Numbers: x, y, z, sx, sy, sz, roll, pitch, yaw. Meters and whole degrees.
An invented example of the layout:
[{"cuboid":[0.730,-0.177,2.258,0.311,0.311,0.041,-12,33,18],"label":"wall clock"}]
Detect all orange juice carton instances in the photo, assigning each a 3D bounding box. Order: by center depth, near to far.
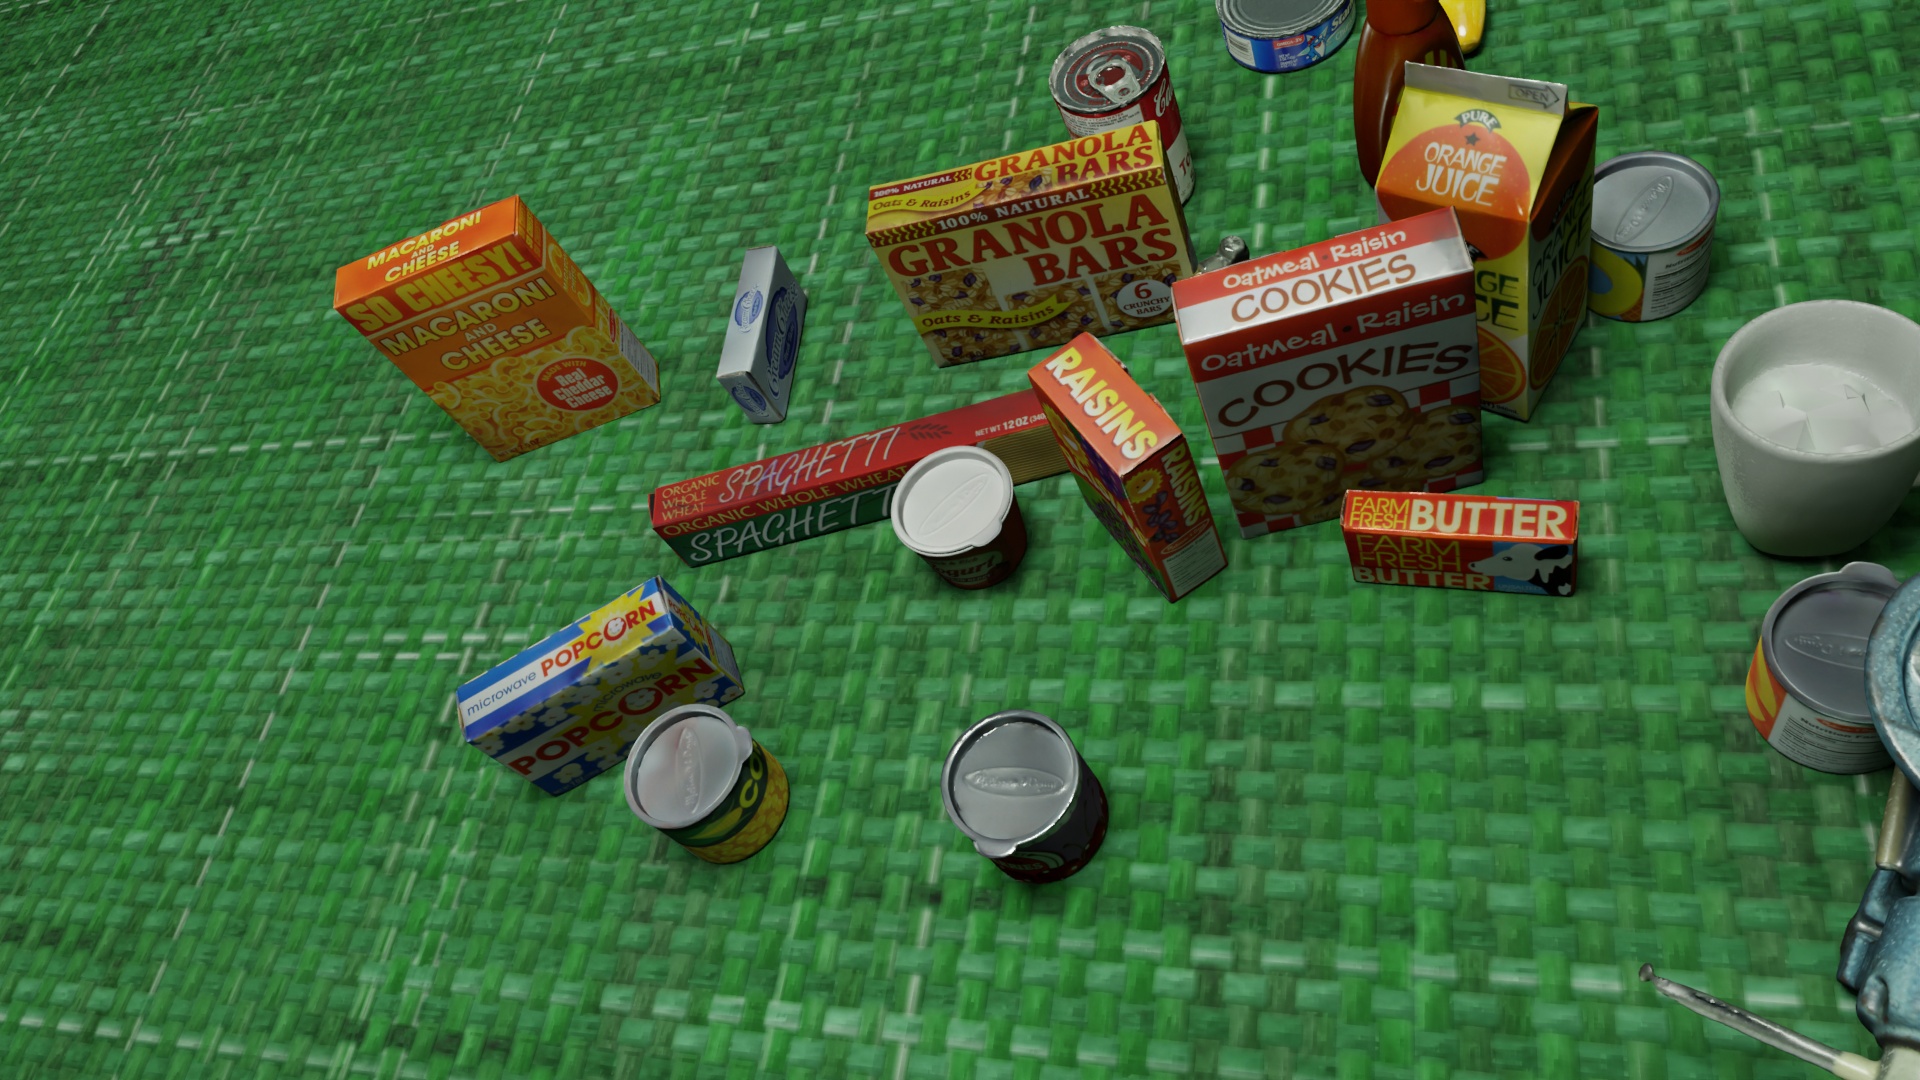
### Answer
[{"cuboid":[0.249,-0.147,0.656,0.072,0.192,0.073,24,71,32],"label":"orange juice carton"}]

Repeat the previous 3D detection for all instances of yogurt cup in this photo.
[{"cuboid":[0.003,-0.009,0.752,0.072,0.053,0.073,-10,56,16],"label":"yogurt cup"}]

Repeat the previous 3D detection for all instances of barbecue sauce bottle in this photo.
[{"cuboid":[0.244,-0.259,0.757,0.065,0.148,0.044,-32,53,0],"label":"barbecue sauce bottle"}]

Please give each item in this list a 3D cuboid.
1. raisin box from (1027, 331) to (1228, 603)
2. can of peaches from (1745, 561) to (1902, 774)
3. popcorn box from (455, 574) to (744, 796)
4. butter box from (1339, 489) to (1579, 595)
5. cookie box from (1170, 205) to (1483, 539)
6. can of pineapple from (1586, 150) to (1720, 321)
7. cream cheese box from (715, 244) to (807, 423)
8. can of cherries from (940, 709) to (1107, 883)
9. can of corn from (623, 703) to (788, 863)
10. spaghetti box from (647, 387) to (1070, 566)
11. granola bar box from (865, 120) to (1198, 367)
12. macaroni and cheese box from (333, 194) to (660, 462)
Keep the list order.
[{"cuboid":[0.085,-0.035,0.692,0.040,0.123,0.086,-35,53,-2],"label":"raisin box"},{"cuboid":[0.362,0.053,0.567,0.071,0.058,0.071,-10,56,16],"label":"can of peaches"},{"cuboid":[-0.193,0.081,0.752,0.127,0.085,0.038,-29,53,2],"label":"popcorn box"},{"cuboid":[0.235,0.001,0.654,0.103,0.053,0.024,4,61,24],"label":"butter box"},{"cuboid":[0.176,-0.072,0.652,0.123,0.167,0.040,-14,56,13],"label":"cookie box"},{"cuboid":[0.345,-0.155,0.707,0.071,0.057,0.071,-10,56,16],"label":"can of pineapple"},{"cuboid":[-0.124,-0.130,0.879,0.024,0.053,0.104,-5,58,19],"label":"cream cheese box"},{"cuboid":[0.030,0.123,0.653,0.071,0.058,0.072,-10,56,16],"label":"can of cherries"},{"cuboid":[-0.127,0.125,0.714,0.071,0.058,0.071,-10,56,16],"label":"can of corn"},{"cuboid":[-0.057,-0.035,0.794,0.250,0.050,0.029,-14,55,13],"label":"spaghetti box"},{"cuboid":[0.045,-0.164,0.790,0.165,0.123,0.039,-9,57,16],"label":"granola bar box"},{"cuboid":[-0.285,-0.128,0.871,0.123,0.166,0.040,-20,54,9],"label":"macaroni and cheese box"}]
